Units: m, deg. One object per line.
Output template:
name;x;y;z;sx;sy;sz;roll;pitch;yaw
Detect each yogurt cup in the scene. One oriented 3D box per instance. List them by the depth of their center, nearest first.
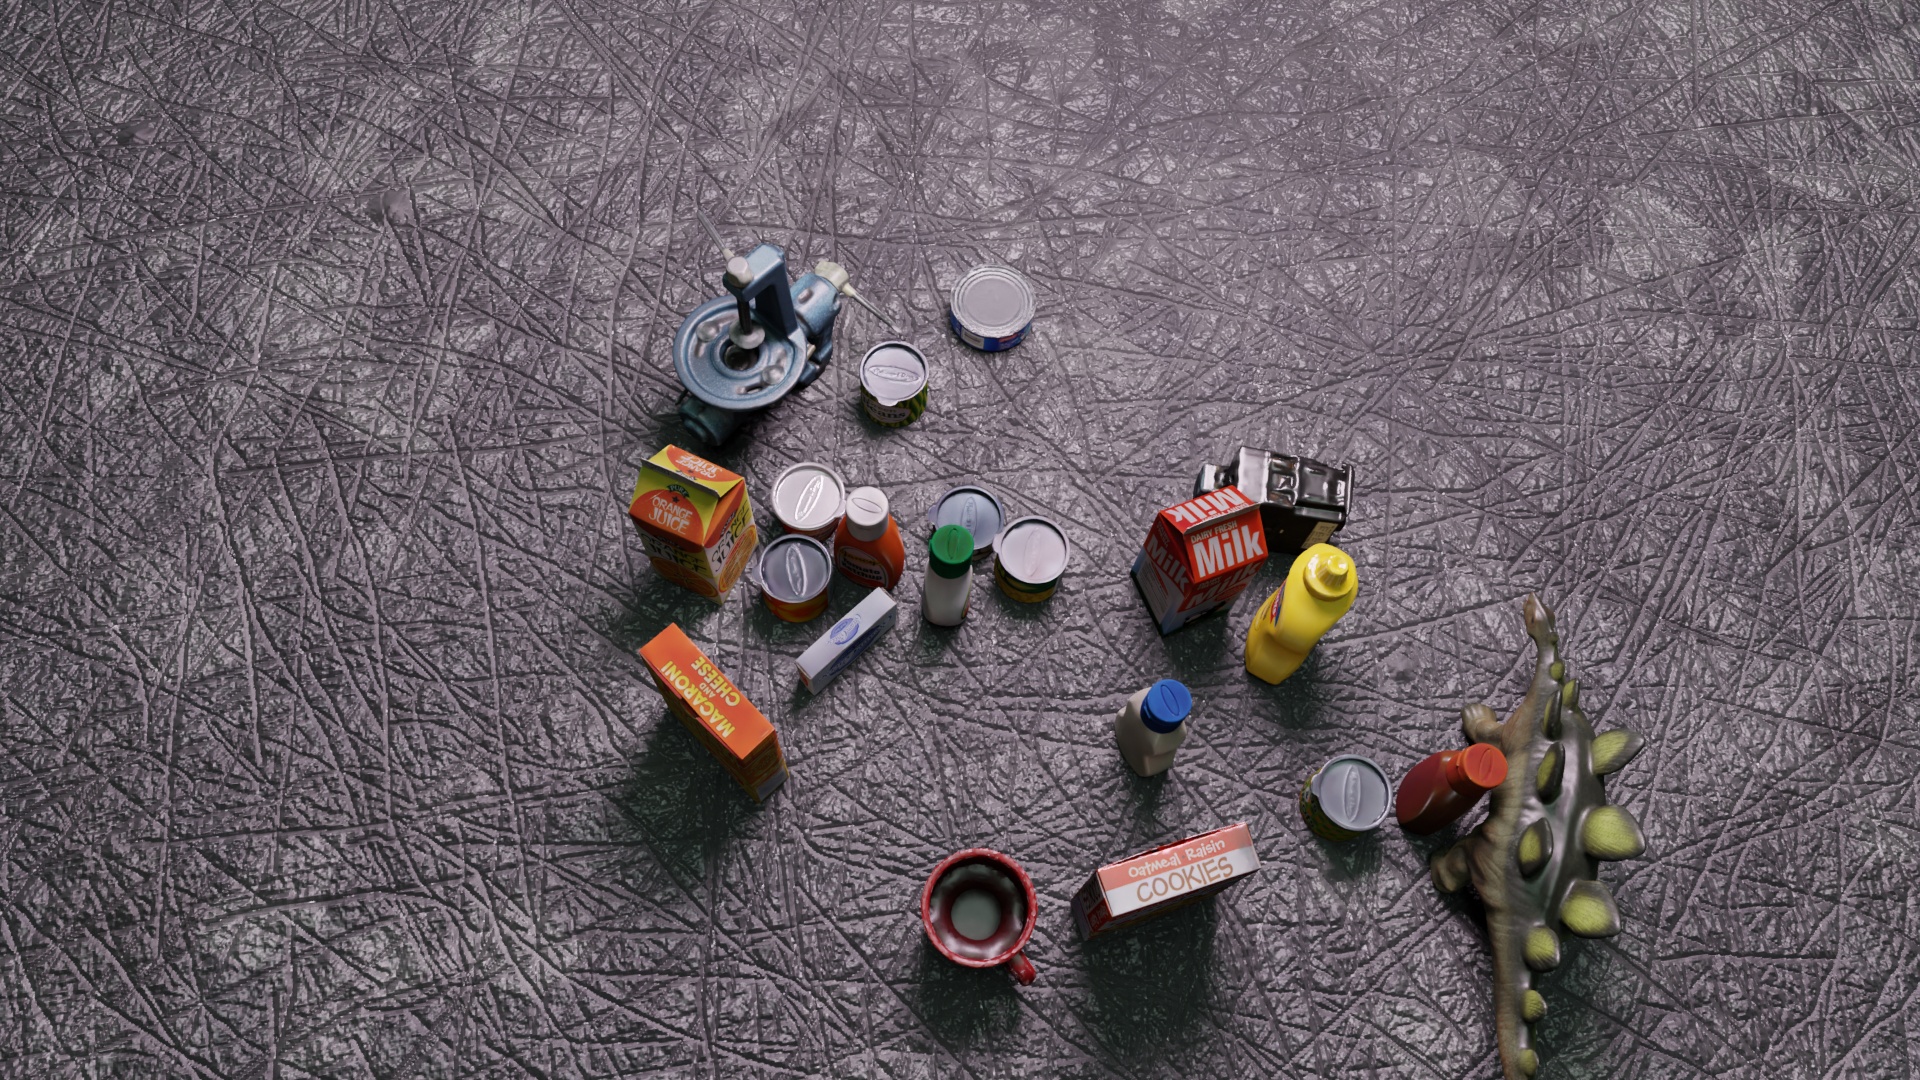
yogurt cup;-0.140;-0.032;1.289;0.072;0.053;0.072;1;68;-2

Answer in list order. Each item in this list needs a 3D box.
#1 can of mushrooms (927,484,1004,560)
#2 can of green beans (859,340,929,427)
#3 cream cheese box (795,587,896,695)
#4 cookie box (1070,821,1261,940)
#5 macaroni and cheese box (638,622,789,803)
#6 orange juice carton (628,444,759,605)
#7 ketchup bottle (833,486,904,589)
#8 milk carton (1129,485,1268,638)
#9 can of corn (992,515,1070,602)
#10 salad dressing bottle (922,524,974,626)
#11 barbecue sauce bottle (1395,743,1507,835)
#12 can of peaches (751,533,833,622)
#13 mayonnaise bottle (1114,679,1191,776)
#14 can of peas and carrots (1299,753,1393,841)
can of mushrooms;0.005;-0.016;1.300;0.071;0.033;0.071;1;68;-2
can of green beans;-0.064;-0.150;1.339;0.071;0.057;0.071;1;68;-2
cream cheese box;-0.101;0.090;1.241;0.104;0.053;0.024;-42;76;-17
cookie box;0.160;0.275;1.116;0.123;0.166;0.040;-16;70;-9
macaroni and cheese box;-0.201;0.147;1.151;0.040;0.165;0.124;-42;76;-17
orange juice carton;-0.230;-0.018;1.204;0.072;0.192;0.073;24;69;7
ketchup bottle;-0.081;-0.003;1.229;0.065;0.148;0.044;21;69;6
milk carton;0.209;0.014;1.214;0.072;0.189;0.073;-20;70;-10
can of corn;0.062;0.017;1.276;0.071;0.058;0.071;1;68;-2
salad dressing bottle;-0.010;0.030;1.219;0.044;0.147;0.064;6;68;0
barbecue sauce bottle;0.412;0.205;1.168;0.044;0.148;0.065;21;69;6
can of peaches;-0.151;0.035;1.258;0.071;0.058;0.071;1;68;-2
mayonnaise bottle;0.165;0.155;1.176;0.041;0.147;0.065;-21;71;-11
can of peas and carrots;0.331;0.224;1.205;0.071;0.058;0.071;1;68;-2
